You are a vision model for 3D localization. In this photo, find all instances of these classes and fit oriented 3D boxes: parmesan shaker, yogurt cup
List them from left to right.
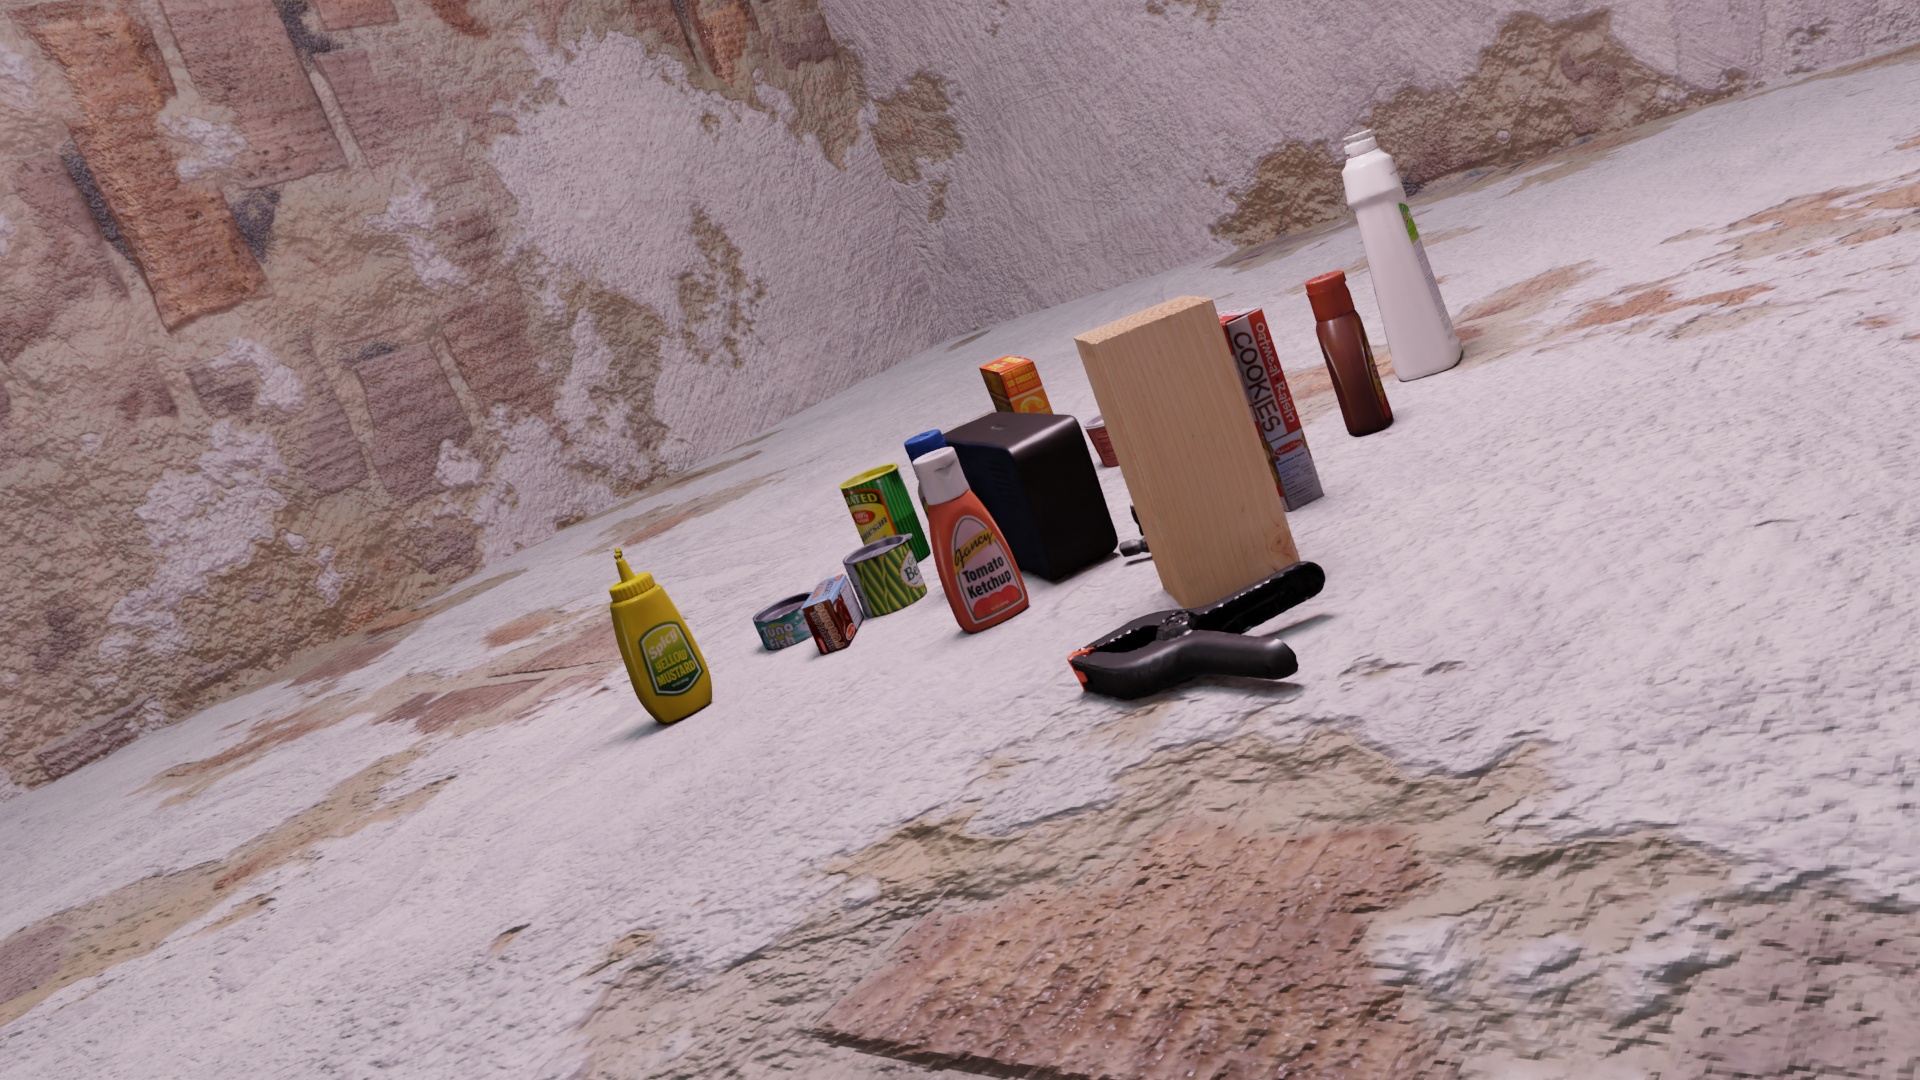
[{"bbox_3d":[-0.077,-0.023,1.473,0.071,0.103,0.071,-20,12,5],"label":"parmesan shaker"},{"bbox_3d":[0.179,-0.117,1.563,0.072,0.054,0.072,-20,12,5],"label":"yogurt cup"}]

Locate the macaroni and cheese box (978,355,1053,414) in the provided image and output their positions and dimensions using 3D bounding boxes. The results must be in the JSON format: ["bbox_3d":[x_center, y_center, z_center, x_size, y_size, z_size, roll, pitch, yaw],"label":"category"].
[{"bbox_3d":[0.075,-0.105,1.419,0.040,0.166,0.124,-22,12,-5],"label":"macaroni and cheese box"}]

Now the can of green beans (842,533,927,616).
[{"bbox_3d":[-0.072,0.034,1.328,0.071,0.057,0.071,-20,12,5],"label":"can of green beans"}]

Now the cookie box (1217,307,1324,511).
[{"bbox_3d":[0.234,-0.111,1.180,0.040,0.167,0.123,-25,12,-15],"label":"cookie box"}]

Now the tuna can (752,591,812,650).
[{"bbox_3d":[-0.167,0.079,1.351,0.071,0.032,0.071,-20,12,5],"label":"tuna can"}]

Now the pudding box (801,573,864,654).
[{"bbox_3d":[-0.117,0.067,1.282,0.030,0.049,0.084,-19,12,10],"label":"pudding box"}]

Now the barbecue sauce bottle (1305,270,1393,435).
[{"bbox_3d":[0.358,-0.174,1.287,0.043,0.148,0.065,-18,13,18],"label":"barbecue sauce bottle"}]

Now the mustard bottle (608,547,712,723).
[{"bbox_3d":[-0.274,0.081,1.225,0.065,0.160,0.049,-28,14,-29],"label":"mustard bottle"}]

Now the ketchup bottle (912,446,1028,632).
[{"bbox_3d":[0.003,-0.003,1.145,0.065,0.148,0.043,-25,12,-16],"label":"ketchup bottle"}]

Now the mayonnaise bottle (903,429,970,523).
[{"bbox_3d":[-0.010,-0.028,1.276,0.041,0.147,0.064,-27,13,-24],"label":"mayonnaise bottle"}]
